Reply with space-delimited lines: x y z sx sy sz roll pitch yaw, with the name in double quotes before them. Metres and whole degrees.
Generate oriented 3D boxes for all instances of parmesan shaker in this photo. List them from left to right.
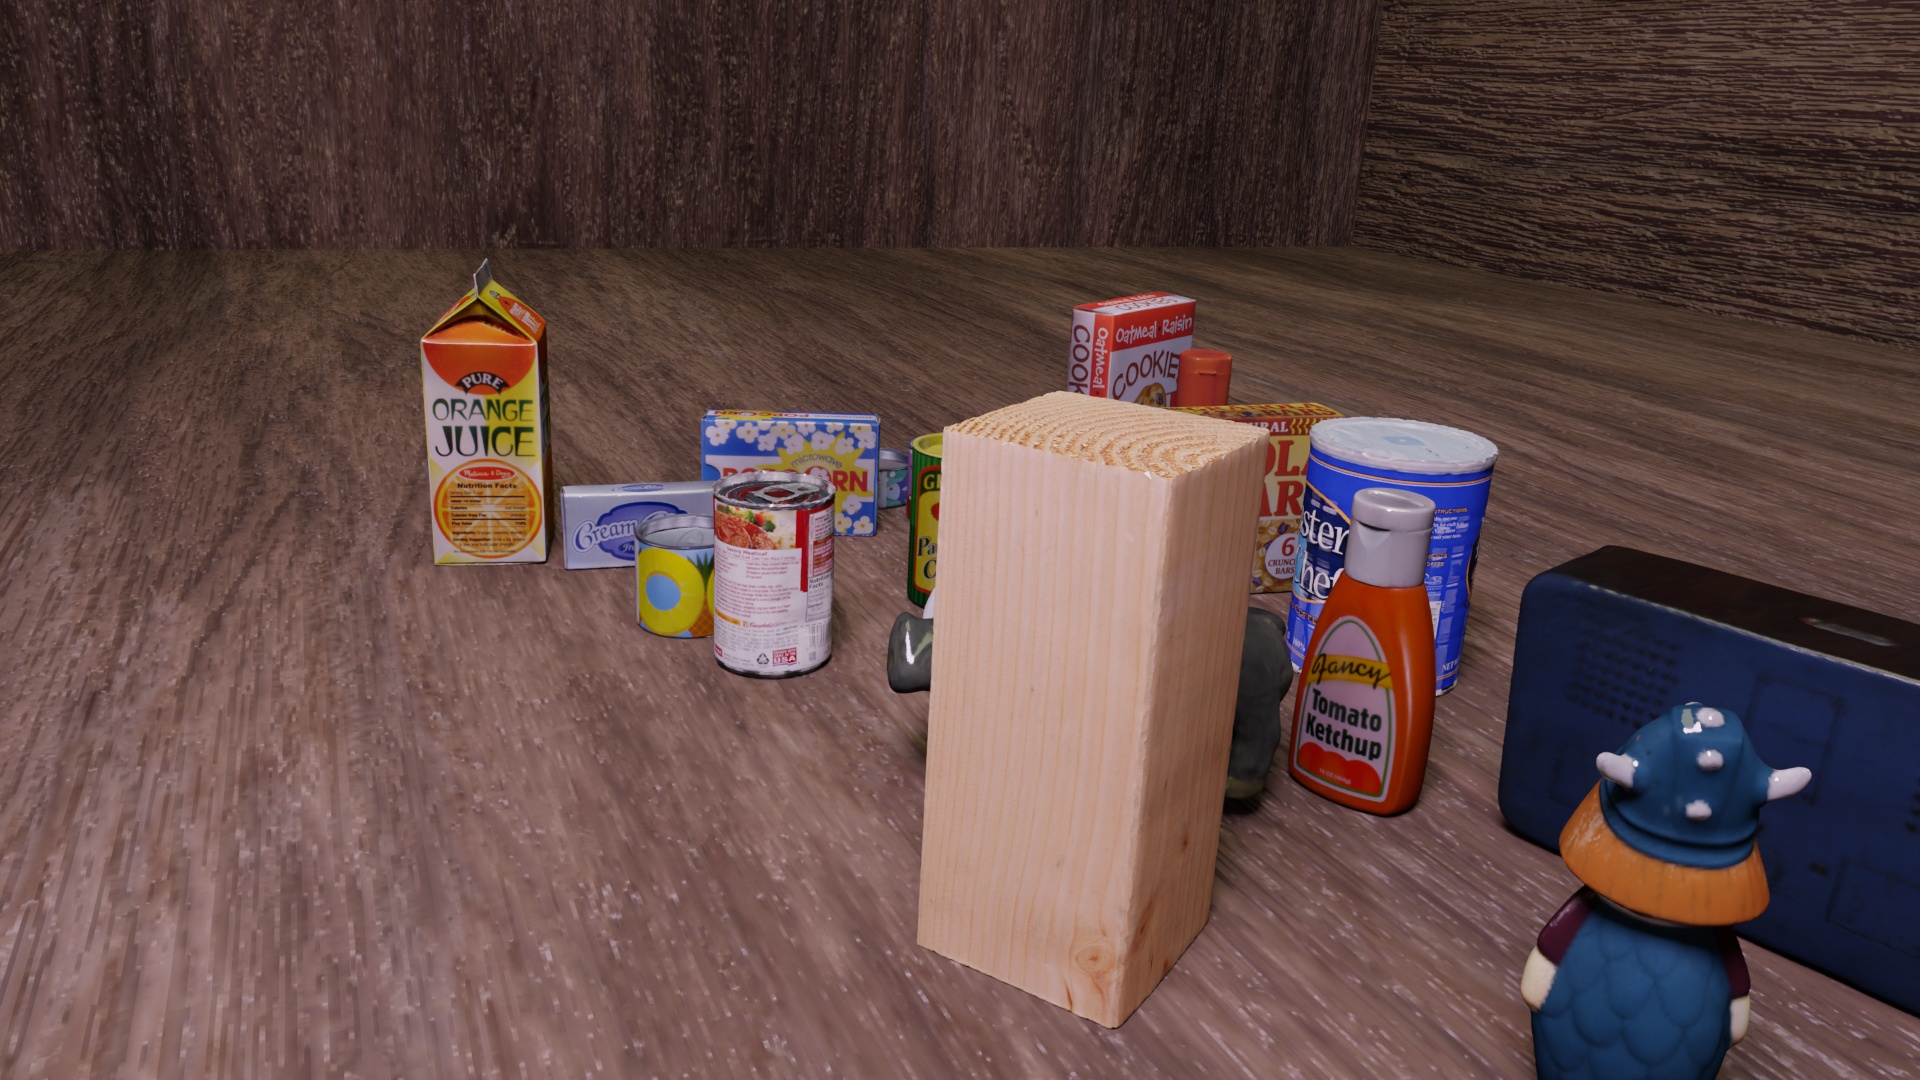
"parmesan shaker" 0.003 -0.011 0.884 0.071 0.102 0.071 3 18 -1

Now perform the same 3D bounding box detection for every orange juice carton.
"orange juice carton" -0.311 -0.085 0.918 0.073 0.192 0.072 -1 18 -11

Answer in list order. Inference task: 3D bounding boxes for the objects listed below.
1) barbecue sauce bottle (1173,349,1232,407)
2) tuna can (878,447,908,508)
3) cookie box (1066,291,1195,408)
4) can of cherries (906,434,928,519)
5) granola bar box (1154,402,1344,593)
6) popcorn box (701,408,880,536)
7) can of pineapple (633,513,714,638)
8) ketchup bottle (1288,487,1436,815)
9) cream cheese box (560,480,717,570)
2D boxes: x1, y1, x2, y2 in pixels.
"barbecue sauce bottle" 0.166 -0.059 0.982 0.065 0.148 0.044 4 18 3
"tuna can" -0.068 -0.050 1.104 0.071 0.032 0.071 3 18 -1
"cookie box" 0.129 -0.103 1.080 0.040 0.166 0.123 16 22 35
"can of cherries" -0.007 -0.045 1.056 0.071 0.058 0.072 3 18 -1
"granola bar box" 0.165 -0.027 0.922 0.166 0.123 0.039 -2 18 -16
"popcorn box" -0.123 -0.050 1.010 0.127 0.085 0.038 1 18 -5
"can of pineapple" -0.160 0.021 0.834 0.071 0.057 0.071 3 18 -1
"ketchup bottle" 0.194 0.051 0.653 0.065 0.148 0.044 19 24 41
"cream cheese box" -0.212 -0.011 0.928 0.104 0.053 0.024 -3 19 -16
